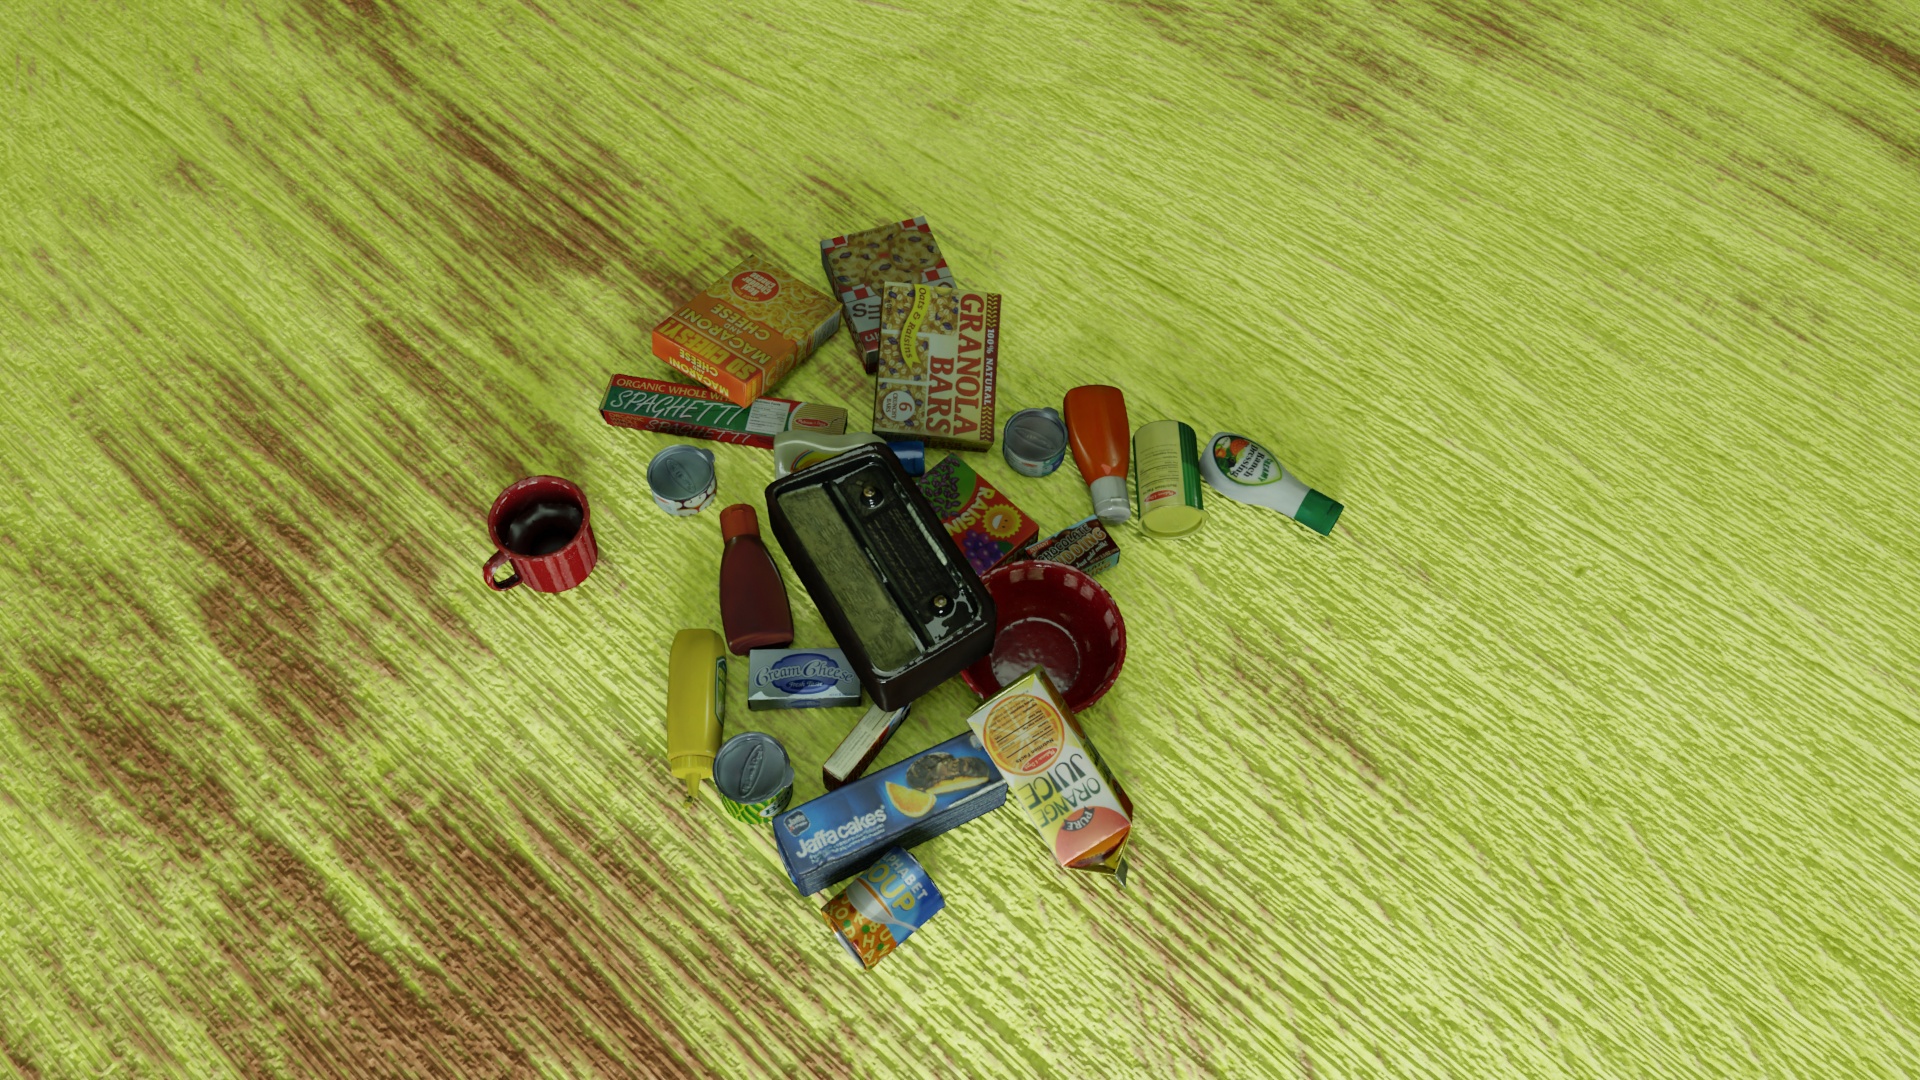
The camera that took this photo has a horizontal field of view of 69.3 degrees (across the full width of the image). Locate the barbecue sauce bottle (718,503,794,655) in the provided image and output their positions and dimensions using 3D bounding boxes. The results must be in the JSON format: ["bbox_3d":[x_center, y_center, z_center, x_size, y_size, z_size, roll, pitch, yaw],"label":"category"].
[{"bbox_3d":[-0.202,0.035,1.326,0.065,0.043,0.149,-11,60,-9],"label":"barbecue sauce bottle"}]

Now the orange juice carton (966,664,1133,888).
[{"bbox_3d":[0.089,0.208,1.191,0.073,0.072,0.192,-34,87,7],"label":"orange juice carton"}]

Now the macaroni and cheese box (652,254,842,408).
[{"bbox_3d":[-0.222,-0.221,1.459,0.124,0.040,0.167,30,51,15],"label":"macaroni and cheese box"}]

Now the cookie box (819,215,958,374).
[{"bbox_3d":[-0.070,-0.268,1.512,0.123,0.040,0.168,-16,61,-12],"label":"cookie box"}]

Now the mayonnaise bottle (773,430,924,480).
[{"bbox_3d":[-0.110,-0.079,1.384,0.148,0.064,0.041,-2,28,-3],"label":"mayonnaise bottle"}]

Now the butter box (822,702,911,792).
[{"bbox_3d":[-0.084,0.179,1.242,0.024,0.053,0.104,34,65,13],"label":"butter box"}]

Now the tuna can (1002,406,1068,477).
[{"bbox_3d":[0.077,-0.102,1.425,0.071,0.032,0.071,1,60,-2],"label":"tuna can"}]

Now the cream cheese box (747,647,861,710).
[{"bbox_3d":[-0.144,0.127,1.286,0.104,0.024,0.053,-2,59,-4],"label":"cream cheese box"}]

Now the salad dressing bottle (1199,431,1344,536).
[{"bbox_3d":[0.313,-0.056,1.403,0.148,0.043,0.064,31,64,14],"label":"salad dressing bottle"}]

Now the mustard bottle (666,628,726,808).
[{"bbox_3d":[-0.236,0.161,1.242,0.049,0.065,0.161,-3,66,2],"label":"mustard bottle"}]

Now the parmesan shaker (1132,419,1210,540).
[{"bbox_3d":[0.210,-0.061,1.387,0.071,0.071,0.103,1,59,-2],"label":"parmesan shaker"}]

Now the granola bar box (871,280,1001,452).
[{"bbox_3d":[-0.024,-0.179,1.430,0.124,0.039,0.166,5,76,-8],"label":"granola bar box"}]

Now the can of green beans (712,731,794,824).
[{"bbox_3d":[-0.181,0.209,1.217,0.071,0.057,0.071,1,60,-2],"label":"can of green beans"}]

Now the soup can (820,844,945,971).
[{"bbox_3d":[-0.065,0.305,1.158,0.084,0.071,0.071,-36,68,-21],"label":"soup can"}]

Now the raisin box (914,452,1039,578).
[{"bbox_3d":[0.005,-0.017,1.369,0.086,0.040,0.123,-40,68,-23],"label":"raisin box"}]

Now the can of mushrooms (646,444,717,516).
[{"bbox_3d":[-0.275,-0.061,1.384,0.071,0.033,0.071,1,59,-1],"label":"can of mushrooms"}]

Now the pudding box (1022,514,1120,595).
[{"bbox_3d":[0.109,0.015,1.360,0.084,0.030,0.050,-25,63,-16],"label":"pudding box"}]

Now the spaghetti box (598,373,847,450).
[{"bbox_3d":[-0.242,-0.128,1.427,0.250,0.028,0.050,9,60,2],"label":"spaghetti box"}]

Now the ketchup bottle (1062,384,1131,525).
[{"bbox_3d":[0.144,-0.088,1.414,0.065,0.043,0.149,-1,60,-9],"label":"ketchup bottle"}]
